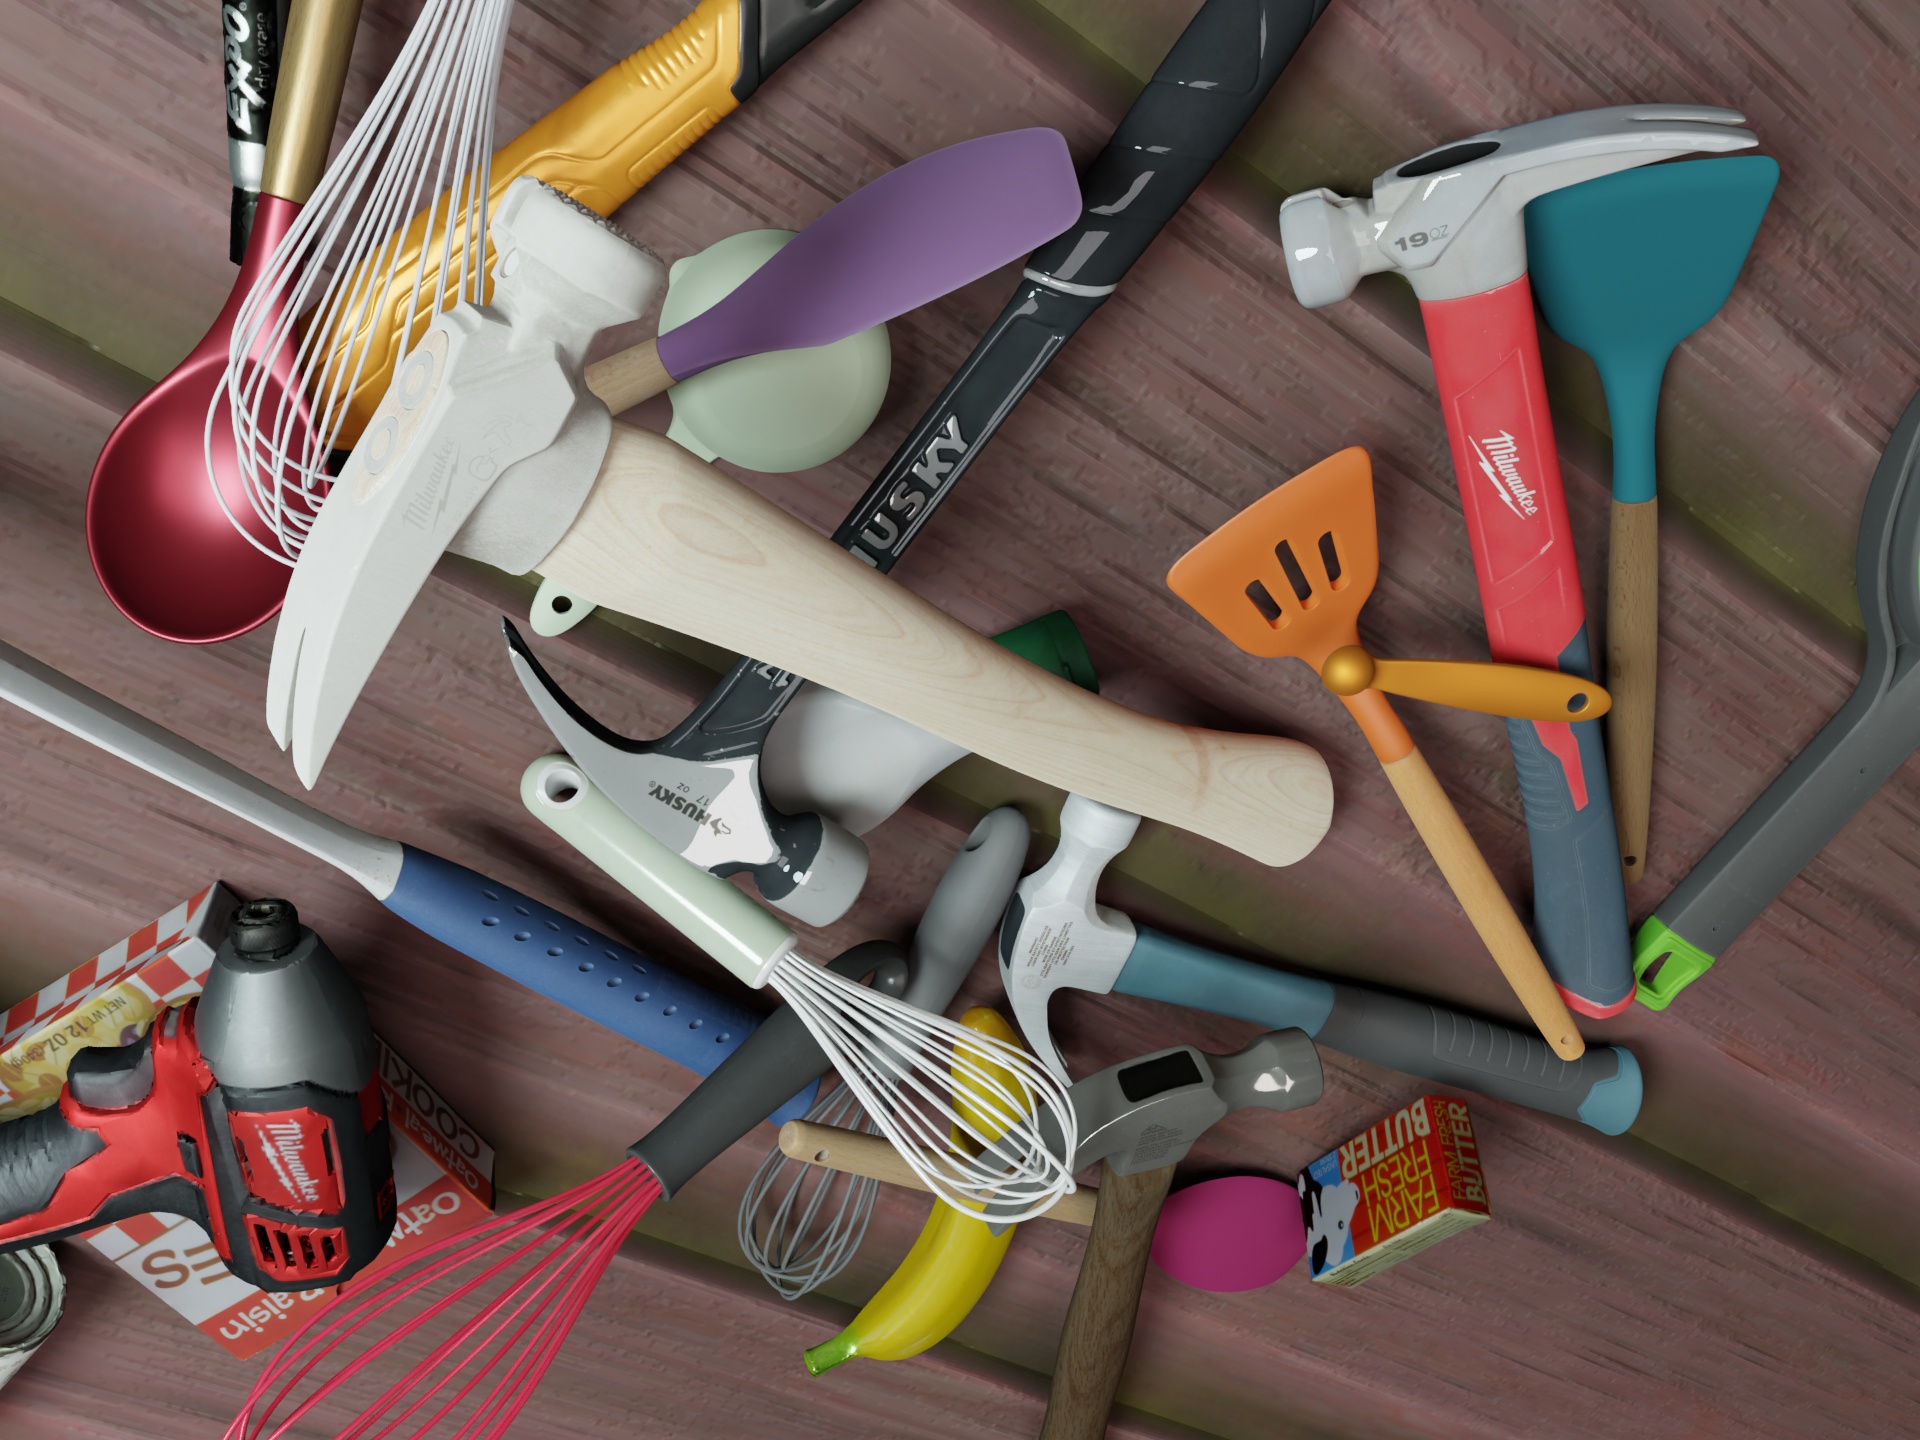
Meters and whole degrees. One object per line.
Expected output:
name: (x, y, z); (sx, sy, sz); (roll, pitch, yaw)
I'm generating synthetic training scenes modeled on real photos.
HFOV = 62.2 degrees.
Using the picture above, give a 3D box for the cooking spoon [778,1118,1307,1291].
cooking spoon: (0.052, 0.208, 0.683); (0.318, 0.017, 0.068); (25, 107, -36)

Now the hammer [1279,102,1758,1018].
hammer: (0.235, -0.032, 0.603); (0.143, 0.038, 0.385); (-10, 124, 21)

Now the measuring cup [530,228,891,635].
measuring cup: (-0.089, -0.085, 0.526); (0.083, 0.038, 0.167); (37, 102, -25)

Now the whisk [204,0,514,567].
whisk: (-0.135, -0.176, 0.428); (0.070, 0.070, 0.284); (17, 91, -20)

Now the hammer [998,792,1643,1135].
hammer: (0.167, 0.128, 0.694); (0.330, 0.033, 0.128); (18, 111, -20)

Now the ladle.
ladle: (-0.186, -0.173, 0.447); (0.069, 0.031, 0.315); (17, 102, -6)

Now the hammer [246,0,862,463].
hammer: (-0.089, -0.196, 0.474); (0.337, 0.034, 0.127); (-37, 119, 8)

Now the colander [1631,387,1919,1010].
colander: (0.425, -0.013, 0.641); (0.204, 0.095, 0.397); (29, 107, -23)

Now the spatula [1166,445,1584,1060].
spatula: (0.184, 0.033, 0.623); (0.081, 0.041, 0.322); (-33, 116, 7)

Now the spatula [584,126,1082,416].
spatula: (-0.111, -0.102, 0.486); (0.316, 0.060, 0.018); (-21, 145, 16)

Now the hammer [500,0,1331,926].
hammer: (0.018, -0.126, 0.500); (0.149, 0.036, 0.409); (34, 97, -30)

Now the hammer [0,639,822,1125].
hammer: (-0.202, 0.041, 0.538); (0.035, 0.144, 0.405); (-42, 126, 16)

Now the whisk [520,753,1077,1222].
whisk: (-0.059, 0.090, 0.563); (0.246, 0.059, 0.058); (37, 69, 8)

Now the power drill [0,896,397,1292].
power drill: (-0.307, 0.130, 0.527); (0.219, 0.079, 0.143); (-3, 116, -13)

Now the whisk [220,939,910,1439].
whisk: (-0.123, 0.169, 0.547); (0.296, 0.073, 0.073); (-38, 124, -31)

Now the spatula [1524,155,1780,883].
spatula: (0.259, -0.058, 0.613); (0.082, 0.044, 0.317); (-4, 122, 17)

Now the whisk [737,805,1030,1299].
whisk: (-0.030, 0.138, 0.652); (0.055, 0.055, 0.239); (21, 105, -21)

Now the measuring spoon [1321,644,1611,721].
measuring spoon: (0.187, -0.011, 0.579); (0.117, 0.011, 0.021); (7, 117, -13)

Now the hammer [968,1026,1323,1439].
hammer: (0.061, 0.255, 0.693); (0.130, 0.031, 0.331); (-8, 132, -16)

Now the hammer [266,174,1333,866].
hammer: (-0.001, -0.002, 0.499); (0.410, 0.038, 0.146); (23, 103, -47)
